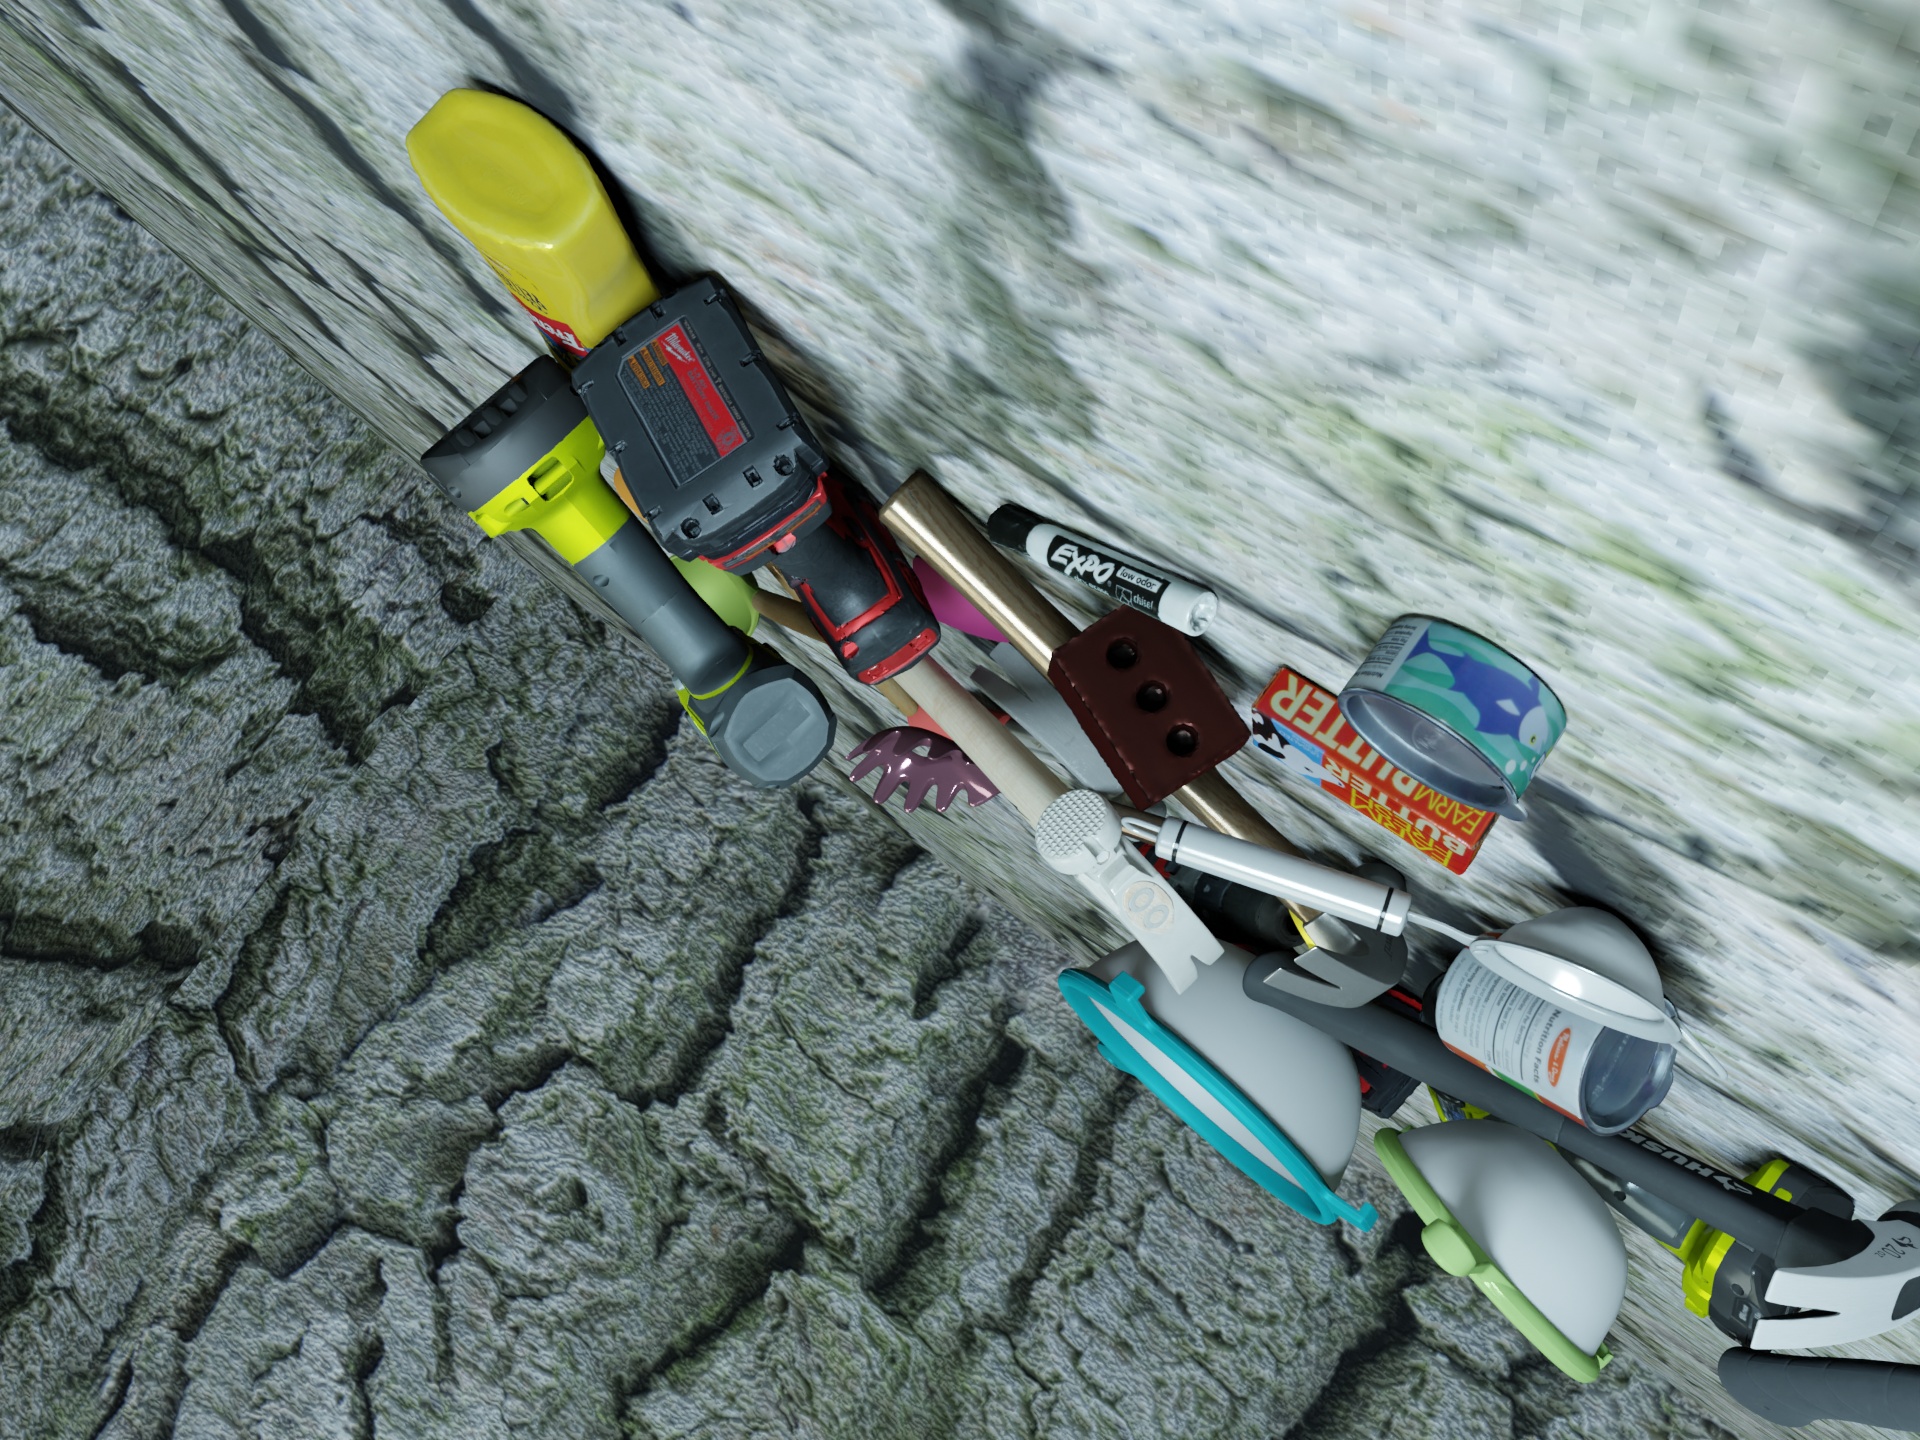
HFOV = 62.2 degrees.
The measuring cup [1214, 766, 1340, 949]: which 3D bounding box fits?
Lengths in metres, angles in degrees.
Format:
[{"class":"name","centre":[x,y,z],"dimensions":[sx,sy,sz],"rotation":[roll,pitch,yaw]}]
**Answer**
[{"class":"measuring cup","centre":[0.171,0.064,0.840],"dimensions":[0.156,0.029,0.062],"rotation":[55,-158,-5]}]

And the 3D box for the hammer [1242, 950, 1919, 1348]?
[{"class":"hammer","centre":[0.273,0.187,0.757],"dimensions":[0.146,0.035,0.335],"rotation":[-3,-162,-44]}]

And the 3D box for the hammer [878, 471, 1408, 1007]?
[{"class":"hammer","centre":[0.088,0.009,0.749],"dimensions":[0.331,0.031,0.130],"rotation":[44,-151,-5]}]

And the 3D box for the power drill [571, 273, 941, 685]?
[{"class":"power drill","centre":[-0.088,-0.109,0.765],"dimensions":[0.143,0.078,0.219],"rotation":[60,-173,22]}]

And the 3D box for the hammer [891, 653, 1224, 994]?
[{"class":"hammer","centre":[-0.001,-0.003,0.892],"dimensions":[0.146,0.038,0.411],"rotation":[48,178,-41]}]

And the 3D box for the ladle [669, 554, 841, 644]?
[{"class":"ladle","centre":[-0.127,-0.065,0.999],"dimensions":[0.078,0.062,0.320],"rotation":[58,167,-21]}]

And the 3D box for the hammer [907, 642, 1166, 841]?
[{"class":"hammer","centre":[0.017,0.001,1.098],"dimensions":[0.149,0.037,0.359],"rotation":[44,172,-15]}]

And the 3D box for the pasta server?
[{"class":"pasta server","centre":[0.082,0.061,0.920],"dimensions":[0.316,0.040,0.060],"rotation":[18,146,18]}]

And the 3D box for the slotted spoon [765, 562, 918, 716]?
[{"class":"slotted spoon","centre":[-0.119,-0.102,1.075],"dimensions":[0.070,0.031,0.313],"rotation":[29,164,52]}]

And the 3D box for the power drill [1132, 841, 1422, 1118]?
[{"class":"power drill","centre":[0.221,0.162,1.048],"dimensions":[0.226,0.080,0.188],"rotation":[43,170,-18]}]

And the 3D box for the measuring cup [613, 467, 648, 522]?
[{"class":"measuring cup","centre":[-0.110,-0.130,0.914],"dimensions":[0.173,0.052,0.095],"rotation":[11,-148,-38]}]

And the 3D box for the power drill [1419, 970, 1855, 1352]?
[{"class":"power drill","centre":[0.350,0.229,0.865],"dimensions":[0.229,0.080,0.190],"rotation":[34,167,36]}]

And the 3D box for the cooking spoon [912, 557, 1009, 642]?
[{"class":"cooking spoon","centre":[-0.039,-0.074,1.005],"dimensions":[0.068,0.017,0.319],"rotation":[44,170,-17]}]

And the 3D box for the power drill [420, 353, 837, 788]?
[{"class":"power drill","centre":[-0.163,-0.070,0.800],"dimensions":[0.223,0.080,0.171],"rotation":[50,173,-20]}]

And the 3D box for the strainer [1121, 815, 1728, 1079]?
[{"class":"strainer","centre":[0.189,0.080,0.661],"dimensions":[0.258,0.050,0.086],"rotation":[18,166,16]}]

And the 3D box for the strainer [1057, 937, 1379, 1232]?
[{"class":"strainer","centre":[0.157,0.200,1.013],"dimensions":[0.211,0.095,0.340],"rotation":[44,171,-1]}]

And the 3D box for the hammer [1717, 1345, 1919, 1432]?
[{"class":"hammer","centre":[0.427,0.269,0.618],"dimensions":[0.149,0.036,0.408],"rotation":[36,160,4]}]

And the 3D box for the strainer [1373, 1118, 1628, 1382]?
[{"class":"strainer","centre":[0.264,0.234,0.756],"dimensions":[0.152,0.069,0.256],"rotation":[50,-173,28]}]
